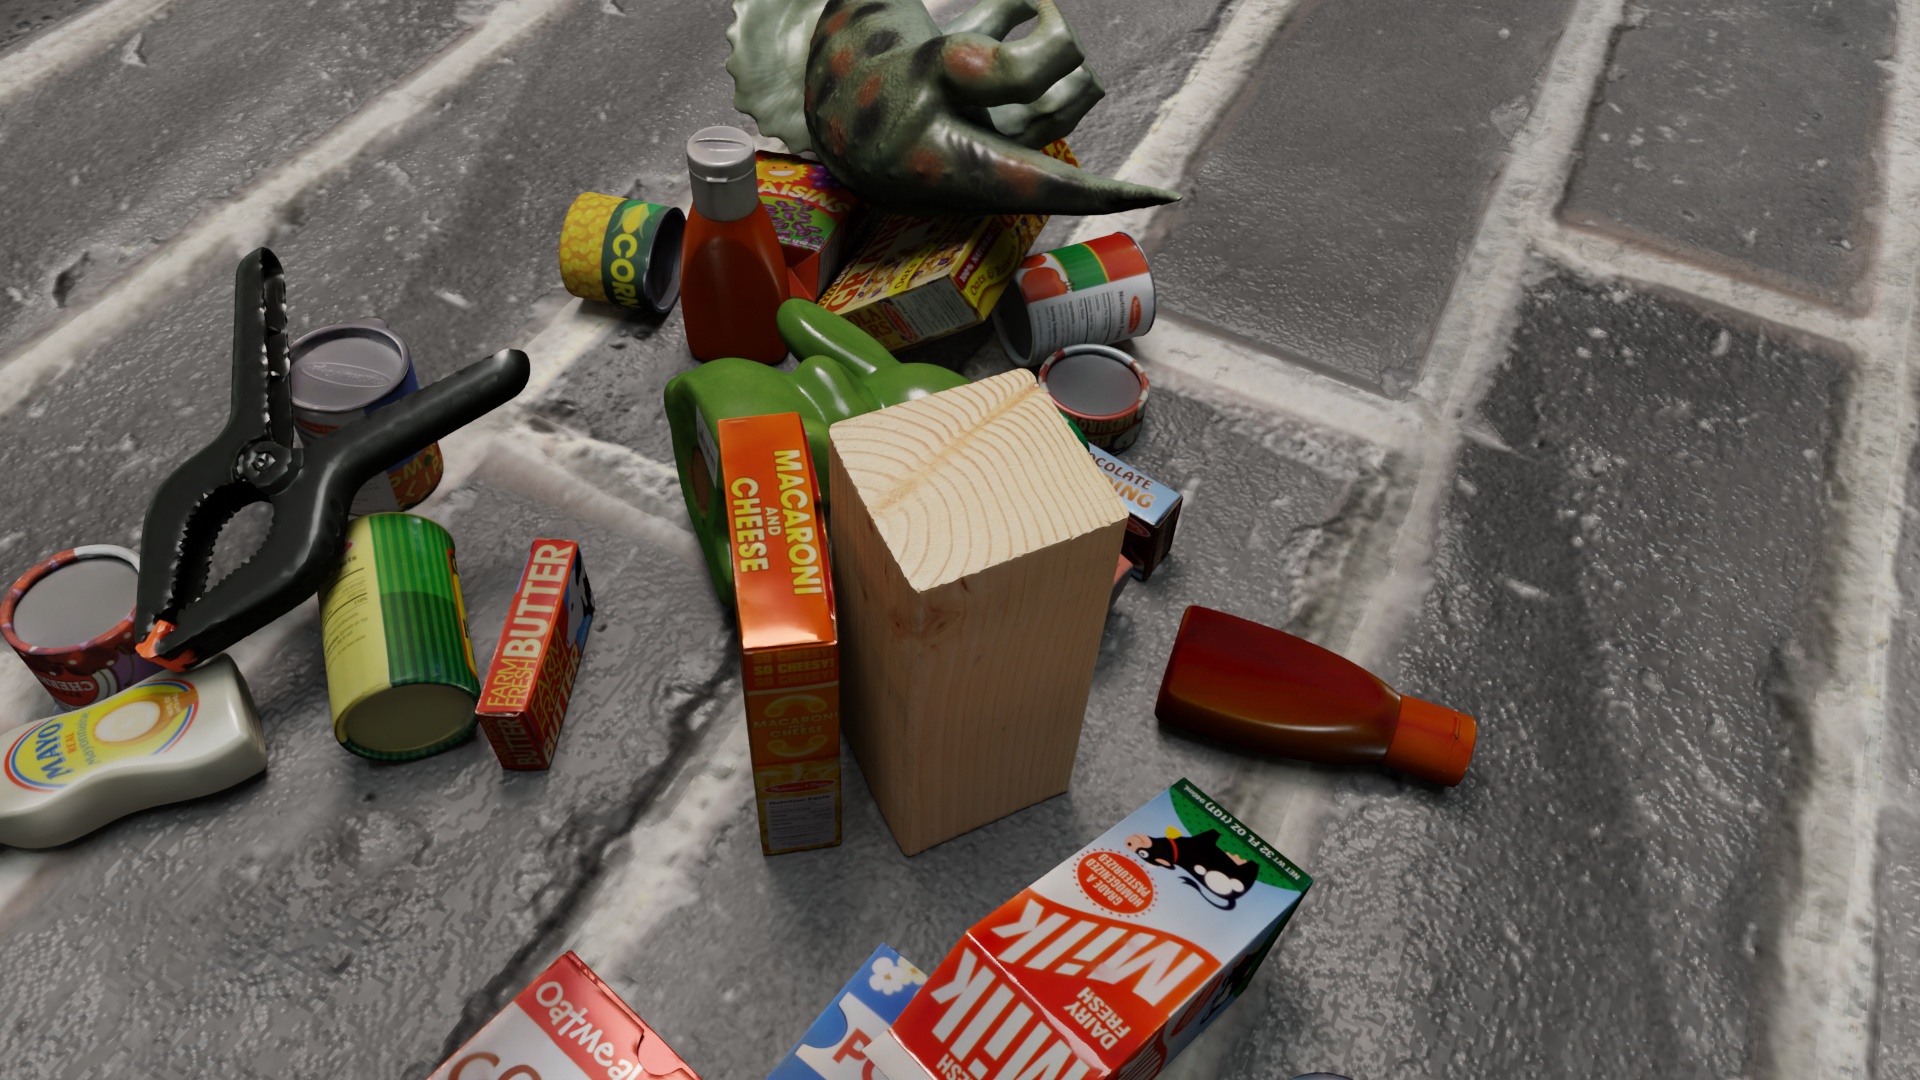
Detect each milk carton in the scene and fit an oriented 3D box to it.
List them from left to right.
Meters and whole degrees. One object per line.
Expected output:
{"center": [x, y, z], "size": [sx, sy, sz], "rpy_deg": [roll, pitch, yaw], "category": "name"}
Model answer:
{"center": [0.051, 0.174, 0.540], "size": [0.072, 0.073, 0.191], "rpy_deg": [38, 37, 27], "category": "milk carton"}

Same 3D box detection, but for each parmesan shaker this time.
{"center": [-0.272, 0.048, 0.668], "size": [0.071, 0.071, 0.103], "rpy_deg": [-14, 54, -15], "category": "parmesan shaker"}

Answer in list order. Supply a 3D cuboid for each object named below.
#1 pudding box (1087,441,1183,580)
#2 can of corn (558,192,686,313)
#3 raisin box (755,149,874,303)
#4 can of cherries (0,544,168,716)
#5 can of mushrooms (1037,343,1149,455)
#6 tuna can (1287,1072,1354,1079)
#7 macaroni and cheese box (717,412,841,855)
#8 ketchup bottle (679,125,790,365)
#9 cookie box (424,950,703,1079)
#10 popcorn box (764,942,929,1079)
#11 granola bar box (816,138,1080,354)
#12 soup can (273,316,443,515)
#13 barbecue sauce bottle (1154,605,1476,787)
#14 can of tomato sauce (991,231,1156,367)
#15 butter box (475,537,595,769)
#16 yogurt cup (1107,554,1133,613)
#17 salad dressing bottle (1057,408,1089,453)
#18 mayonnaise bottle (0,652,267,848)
{"center": [0.077, -0.020, 0.757], "size": [0.084, 0.049, 0.030], "rpy_deg": [32, 57, 22], "category": "pudding box"}
{"center": [-0.207, -0.176, 0.854], "size": [0.058, 0.070, 0.071], "rpy_deg": [12, 51, 6], "category": "can of corn"}
{"center": [-0.112, -0.204, 0.887], "size": [0.086, 0.039, 0.124], "rpy_deg": [13, 38, 8], "category": "raisin box"}
{"center": [-0.410, 0.046, 0.661], "size": [0.071, 0.058, 0.072], "rpy_deg": [2, 50, -3], "category": "can of cherries"}
{"center": [0.077, -0.081, 0.818], "size": [0.071, 0.033, 0.071], "rpy_deg": [3, 50, -3], "category": "can of mushrooms"}
{"center": [0.141, 0.249, 0.550], "size": [0.071, 0.032, 0.071], "rpy_deg": [2, 50, -2], "category": "tuna can"}
{"center": [-0.079, 0.044, 0.617], "size": [0.040, 0.165, 0.124], "rpy_deg": [-6, 51, -10], "category": "macaroni and cheese box"}
{"center": [-0.132, -0.165, 0.798], "size": [0.065, 0.148, 0.044], "rpy_deg": [3, 52, -2], "category": "ketchup bottle"}
{"center": [-0.169, 0.257, 0.516], "size": [0.123, 0.040, 0.168], "rpy_deg": [35, 56, 22], "category": "cookie box"}
{"center": [-0.009, 0.234, 0.548], "size": [0.127, 0.038, 0.085], "rpy_deg": [33, 57, 21], "category": "popcorn box"}
{"center": [-0.010, -0.180, 0.849], "size": [0.124, 0.039, 0.166], "rpy_deg": [-11, 38, 40], "category": "granola bar box"}
{"center": [-0.318, -0.066, 0.744], "size": [0.071, 0.083, 0.072], "rpy_deg": [2, 51, -3], "category": "soup can"}
{"center": [0.175, 0.081, 0.685], "size": [0.148, 0.043, 0.065], "rpy_deg": [17, 52, 9], "category": "barbecue sauce bottle"}
{"center": [0.067, -0.148, 0.852], "size": [0.083, 0.070, 0.071], "rpy_deg": [-18, 54, -17], "category": "can of tomato sauce"}
{"center": [-0.203, 0.054, 0.673], "size": [0.024, 0.052, 0.104], "rpy_deg": [4, 50, 1], "category": "butter box"}
{"center": [0.052, 0.020, 0.714], "size": [0.054, 0.072, 0.073], "rpy_deg": [35, 56, 12], "category": "yogurt cup"}
{"center": [0.003, -0.009, 0.713], "size": [0.148, 0.064, 0.044], "rpy_deg": [-43, 47, -8], "category": "salad dressing bottle"}
{"center": [-0.398, 0.104, 0.625], "size": [0.148, 0.041, 0.065], "rpy_deg": [-21, 53, -21], "category": "mayonnaise bottle"}
